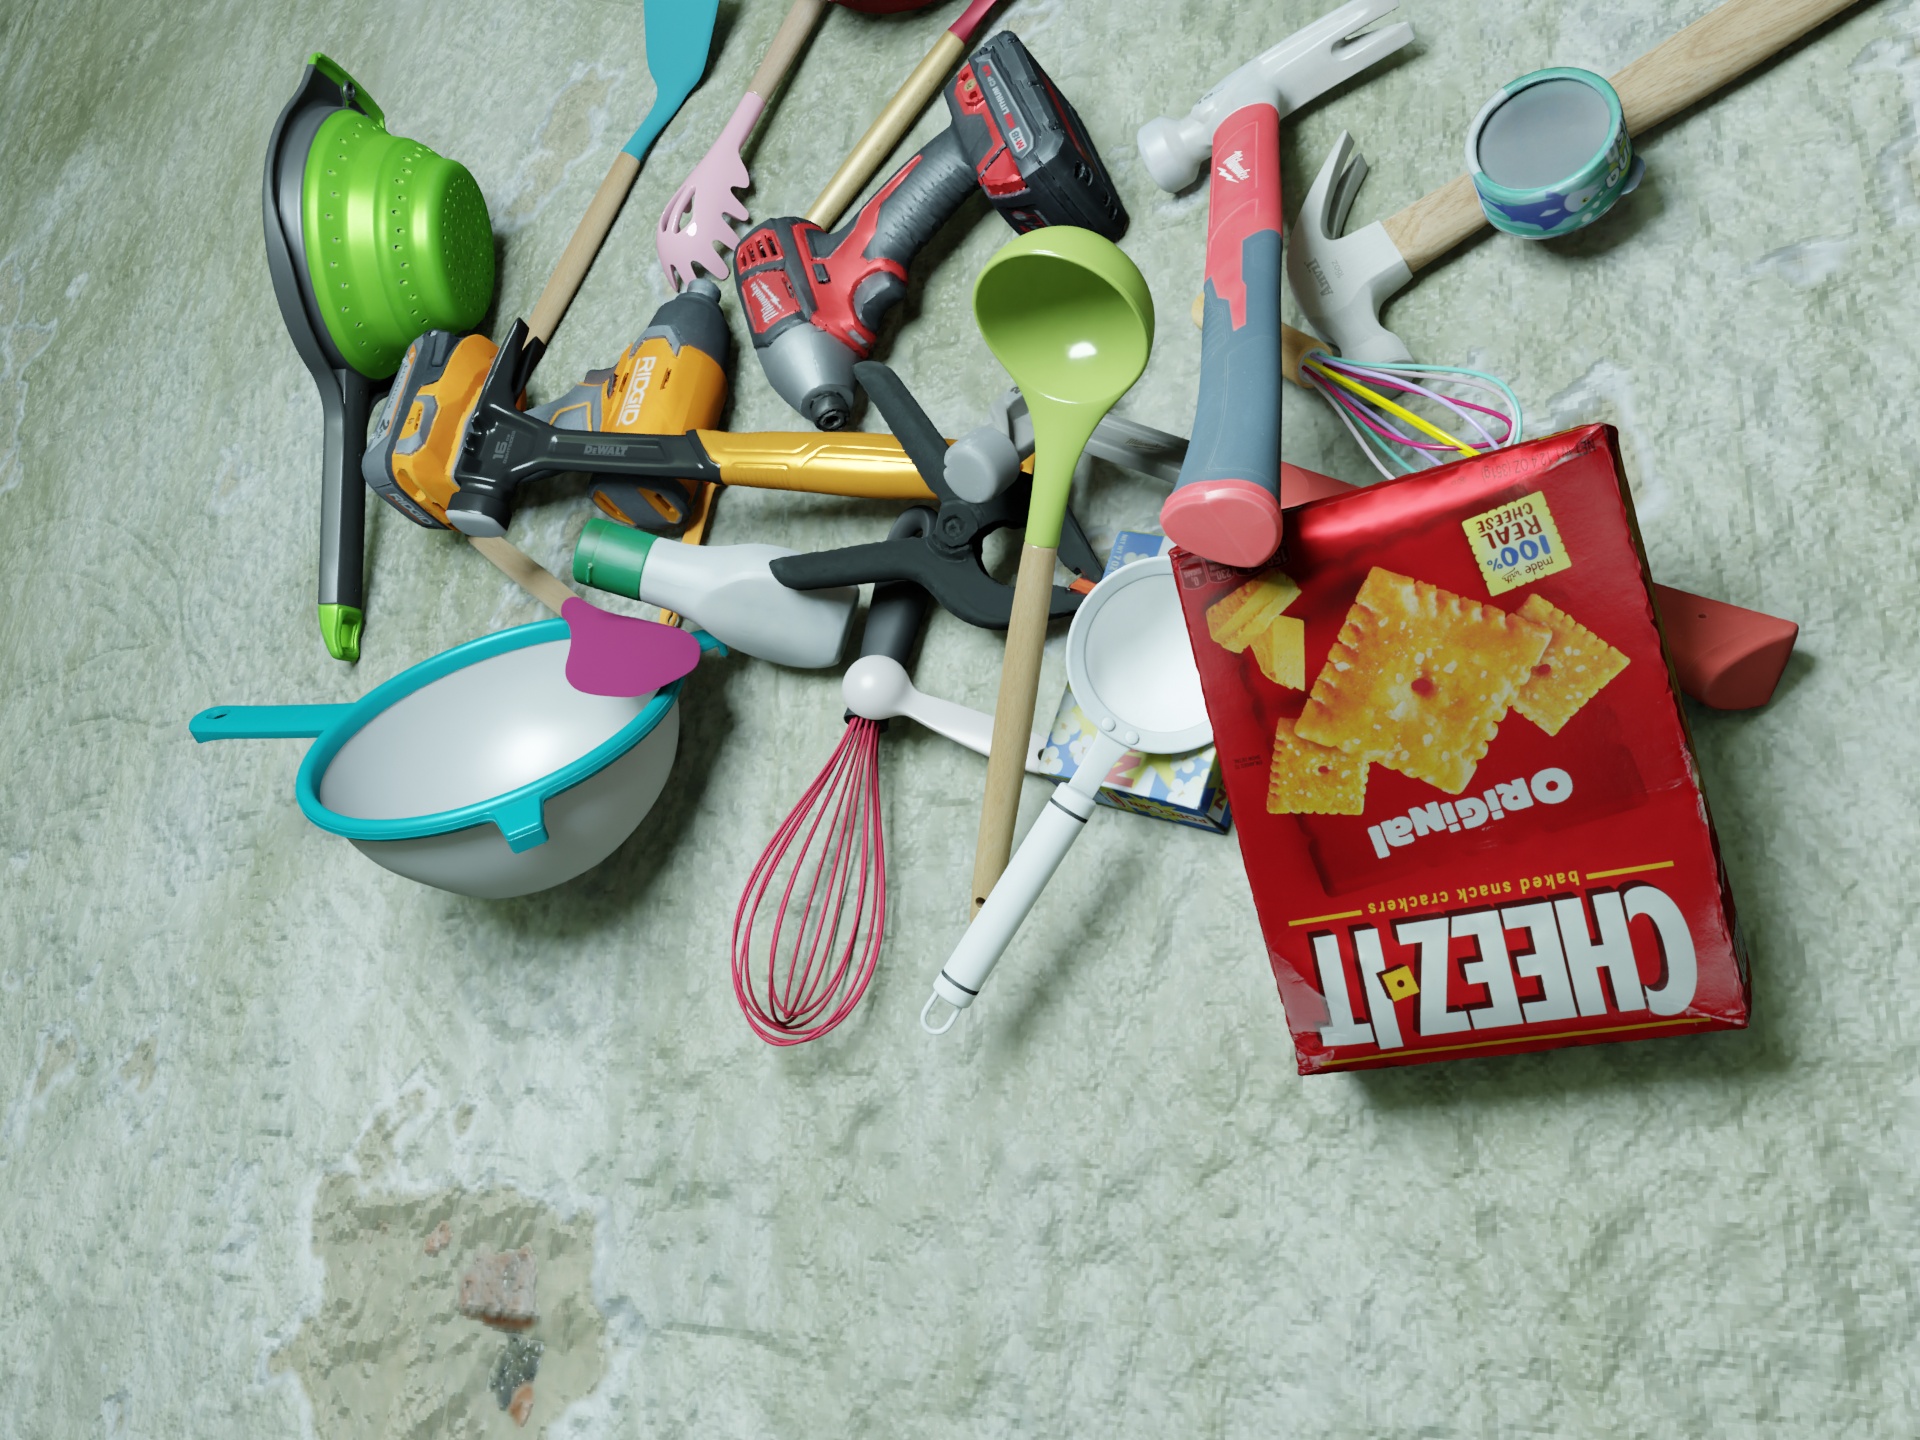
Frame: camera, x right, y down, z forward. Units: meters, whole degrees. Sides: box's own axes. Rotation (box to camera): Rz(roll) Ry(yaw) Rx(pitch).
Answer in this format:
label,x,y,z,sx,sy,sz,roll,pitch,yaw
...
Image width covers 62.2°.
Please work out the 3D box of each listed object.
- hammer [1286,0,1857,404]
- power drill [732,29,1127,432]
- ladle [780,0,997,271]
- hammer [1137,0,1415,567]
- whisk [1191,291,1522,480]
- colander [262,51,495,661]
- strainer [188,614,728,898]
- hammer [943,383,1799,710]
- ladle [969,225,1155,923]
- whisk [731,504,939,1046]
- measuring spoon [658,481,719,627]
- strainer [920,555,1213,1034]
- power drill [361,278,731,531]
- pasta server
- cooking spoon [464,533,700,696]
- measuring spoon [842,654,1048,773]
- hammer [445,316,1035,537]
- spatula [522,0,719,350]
label,x,y,z,sx,sy,sz,roll,pitch,yaw
hammer,0.300,-0.279,0.718,0.331,0.031,0.130,-30,58,18
power drill,-0.027,-0.262,0.888,0.219,0.078,0.143,-31,58,21
ladle,-0.019,-0.392,0.965,0.315,0.031,0.069,-51,46,6
hammer,0.135,-0.201,0.681,0.143,0.038,0.387,-24,34,29
whisk,0.167,-0.154,0.706,0.245,0.047,0.051,-128,36,-53
colander,-0.377,-0.238,1.069,0.094,0.204,0.397,0,88,5
strainer,-0.296,0.032,0.892,0.340,0.095,0.211,0,33,27
hammer,0.175,-0.092,0.695,0.359,0.036,0.149,25,48,29
ladle,0.027,-0.049,0.692,0.078,0.062,0.320,16,111,21
whisk,-0.054,0.019,0.802,0.073,0.073,0.296,0,65,32
measuring spoon,-0.157,-0.101,0.942,0.021,0.011,0.117,4,75,51
strainer,0.052,0.028,0.692,0.087,0.050,0.258,31,95,-8
power drill,-0.246,-0.197,0.988,0.226,0.084,0.164,1,65,26
pasta server,-0.117,-0.422,1.039,0.060,0.040,0.316,19,78,36
cooking spoon,-0.235,-0.072,0.926,0.069,0.017,0.319,-28,33,-23
measuring spoon,-0.001,-0.002,0.772,0.124,0.018,0.034,22,64,13
hammer,-0.112,-0.148,0.859,0.337,0.034,0.127,7,72,16
spatula,-0.245,-0.367,1.083,0.082,0.044,0.317,23,85,34
